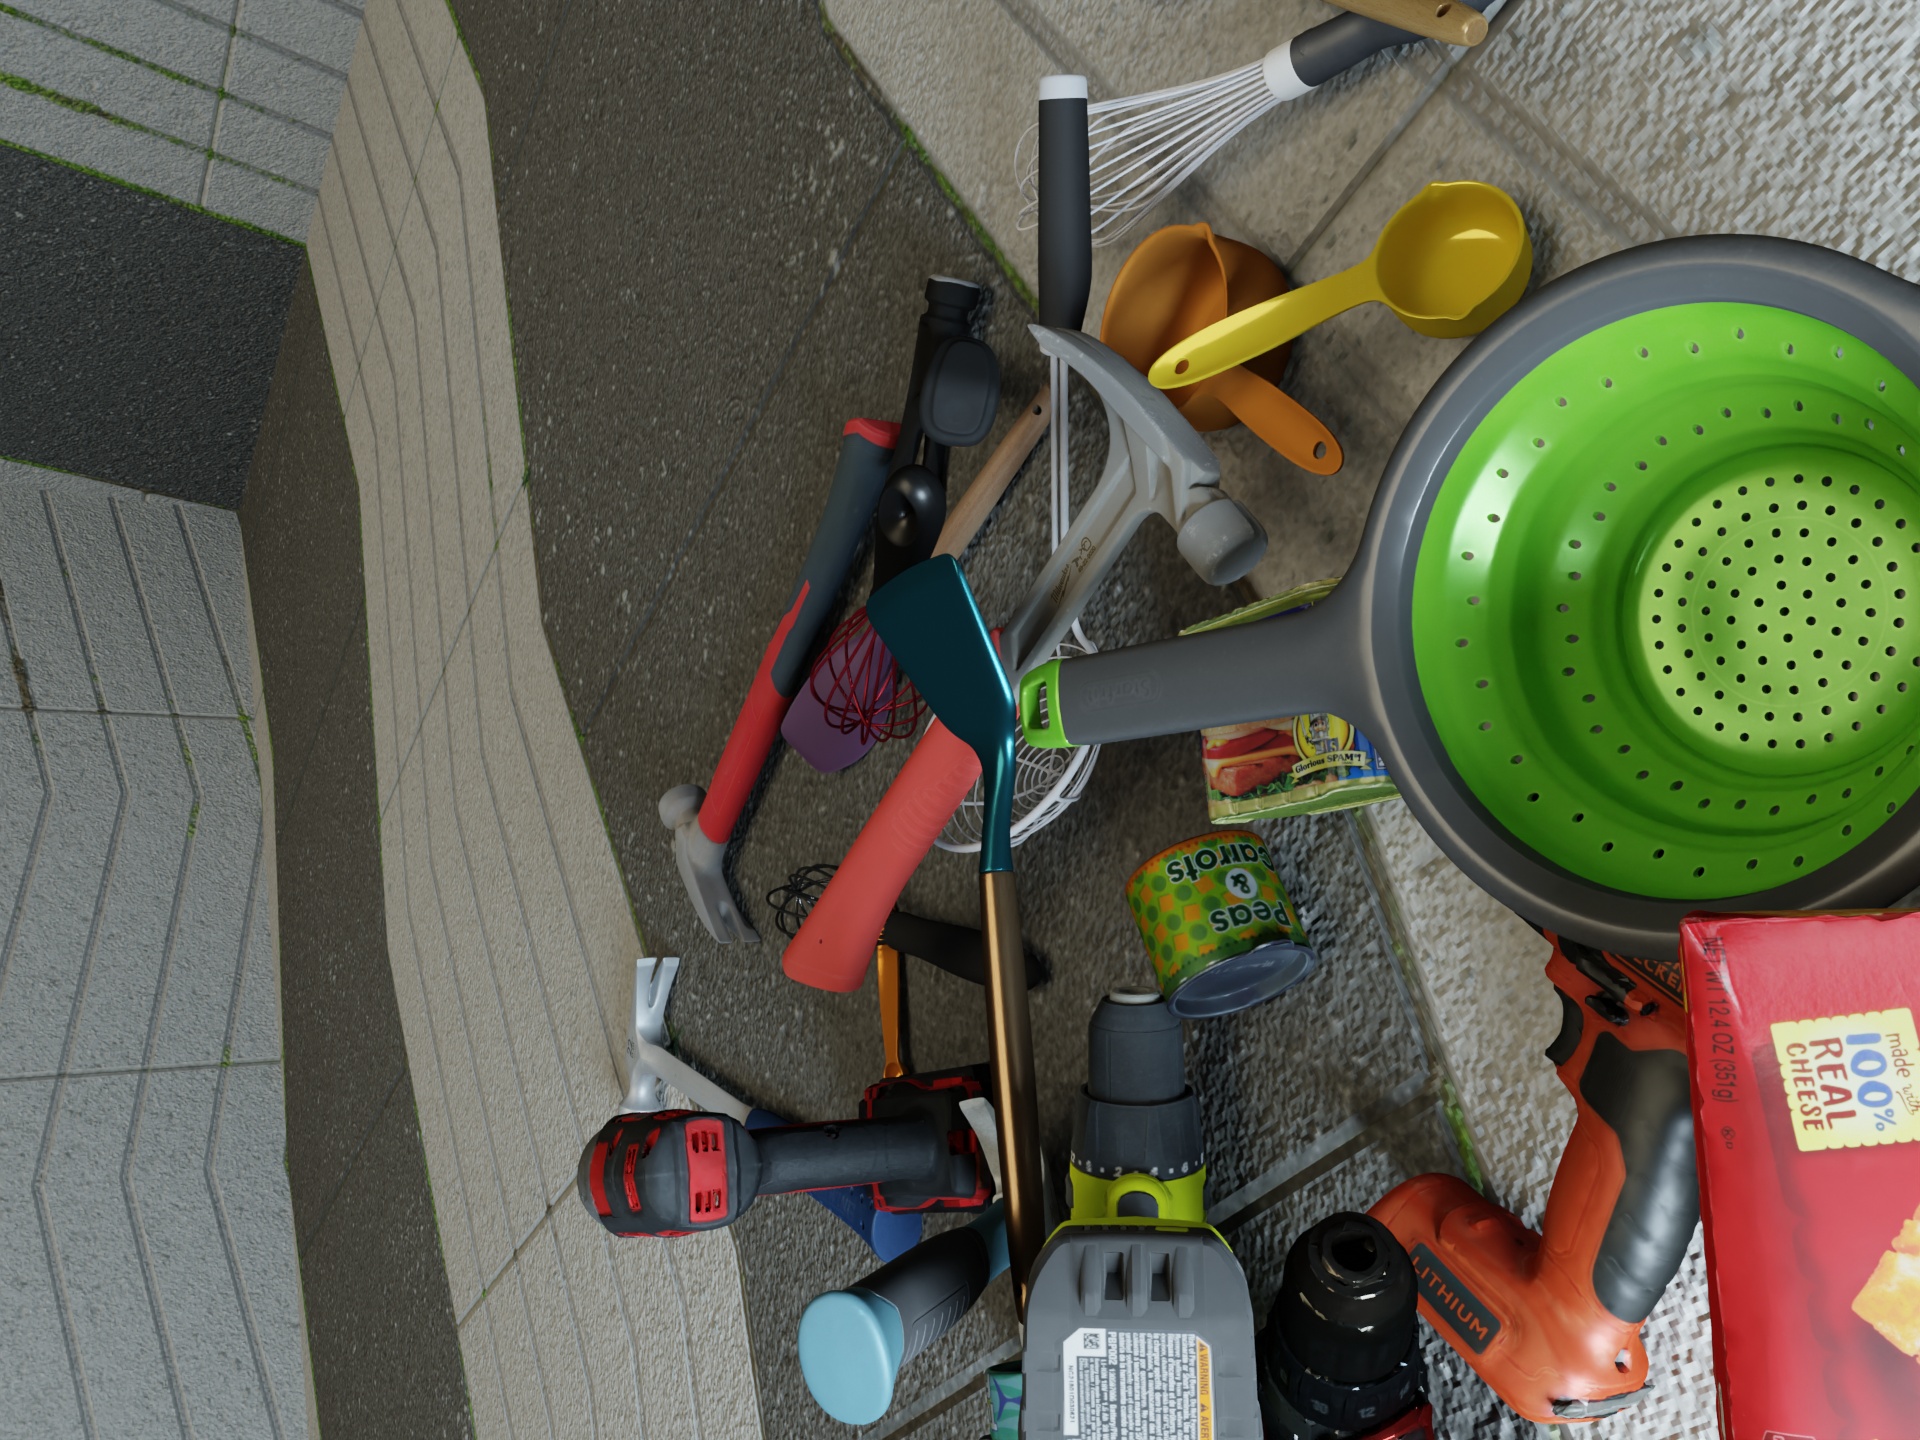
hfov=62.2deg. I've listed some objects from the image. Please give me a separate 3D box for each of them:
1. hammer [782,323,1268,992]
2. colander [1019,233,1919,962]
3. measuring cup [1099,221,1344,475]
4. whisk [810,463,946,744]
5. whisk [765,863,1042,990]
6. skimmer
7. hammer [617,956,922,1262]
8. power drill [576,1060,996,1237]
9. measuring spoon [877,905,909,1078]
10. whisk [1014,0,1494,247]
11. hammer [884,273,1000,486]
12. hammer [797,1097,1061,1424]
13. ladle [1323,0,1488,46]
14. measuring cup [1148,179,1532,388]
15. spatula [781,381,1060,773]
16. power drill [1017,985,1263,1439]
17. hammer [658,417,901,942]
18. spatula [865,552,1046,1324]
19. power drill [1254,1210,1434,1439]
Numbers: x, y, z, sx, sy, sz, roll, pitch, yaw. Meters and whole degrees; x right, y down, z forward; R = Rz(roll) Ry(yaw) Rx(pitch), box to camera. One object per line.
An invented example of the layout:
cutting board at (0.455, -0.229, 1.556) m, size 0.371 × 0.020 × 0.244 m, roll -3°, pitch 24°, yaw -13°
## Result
hammer at (-0.001, -0.002, 0.750) m, size 0.149 × 0.036 × 0.359 m, roll 55°, pitch 129°, yaw 30°
colander at (0.177, -0.025, 0.542) m, size 0.397 × 0.094 × 0.204 m, roll -10°, pitch 83°, yaw 51°
measuring cup at (0.128, -0.150, 0.691) m, size 0.174 × 0.052 × 0.095 m, roll 53°, pitch 130°, yaw 42°
whisk at (-0.037, -0.055, 0.837) m, size 0.295 × 0.073 × 0.073 m, roll 111°, pitch 151°, yaw -68°
whisk at (-0.037, 0.121, 0.918) m, size 0.239 × 0.055 × 0.055 m, roll 8°, pitch 94°, yaw 51°
skimmer at (0.023, -0.116, 0.765) m, size 0.127 × 0.090 × 0.363 m, roll 28°, pitch 123°, yaw 56°
hammer at (-0.146, 0.268, 1.086) m, size 0.406 × 0.035 × 0.144 m, roll 9°, pitch 95°, yaw 57°
power drill at (-0.087, 0.228, 0.831) m, size 0.143 × 0.219 × 0.079 m, roll -25°, pitch 66°, yaw 53°
measuring spoon at (-0.039, 0.165, 0.959) m, size 0.021 × 0.011 × 0.117 m, roll -23°, pitch 65°, yaw 49°
whisk at (0.122, -0.276, 0.708) m, size 0.285 × 0.070 × 0.070 m, roll -9°, pitch 80°, yaw 51°
hammer at (-0.009, -0.156, 0.778) m, size 0.337 × 0.034 × 0.127 m, roll -100°, pitch 21°, yaw -76°
hammer at (0.000, 0.229, 0.662) m, size 0.033 × 0.330 × 0.128 m, roll -12°, pitch 78°, yaw 12°
ladle at (0.129, -0.325, 0.677) m, size 0.069 × 0.031 × 0.316 m, roll -48°, pitch 37°, yaw 13°
measuring cup at (0.149, -0.160, 0.631) m, size 0.156 × 0.029 × 0.062 m, roll -18°, pitch 66°, yaw 31°
spatula at (-0.024, -0.075, 0.939) m, size 0.060 × 0.018 × 0.315 m, roll 43°, pitch 127°, yaw 9°
power drill at (0.070, 0.218, 0.626) m, size 0.228 × 0.080 × 0.190 m, roll -25°, pitch -66°, yaw -83°
hammer at (-0.114, -0.025, 1.061) m, size 0.143 × 0.038 × 0.386 m, roll 58°, pitch 133°, yaw 39°
spatula at (0.007, 0.091, 0.674) m, size 0.082 × 0.044 × 0.318 m, roll -22°, pitch 70°, yaw 56°
power drill at (0.167, 0.282, 0.513) m, size 0.187 × 0.080 × 0.227 m, roll 81°, pitch 163°, yaw -44°
